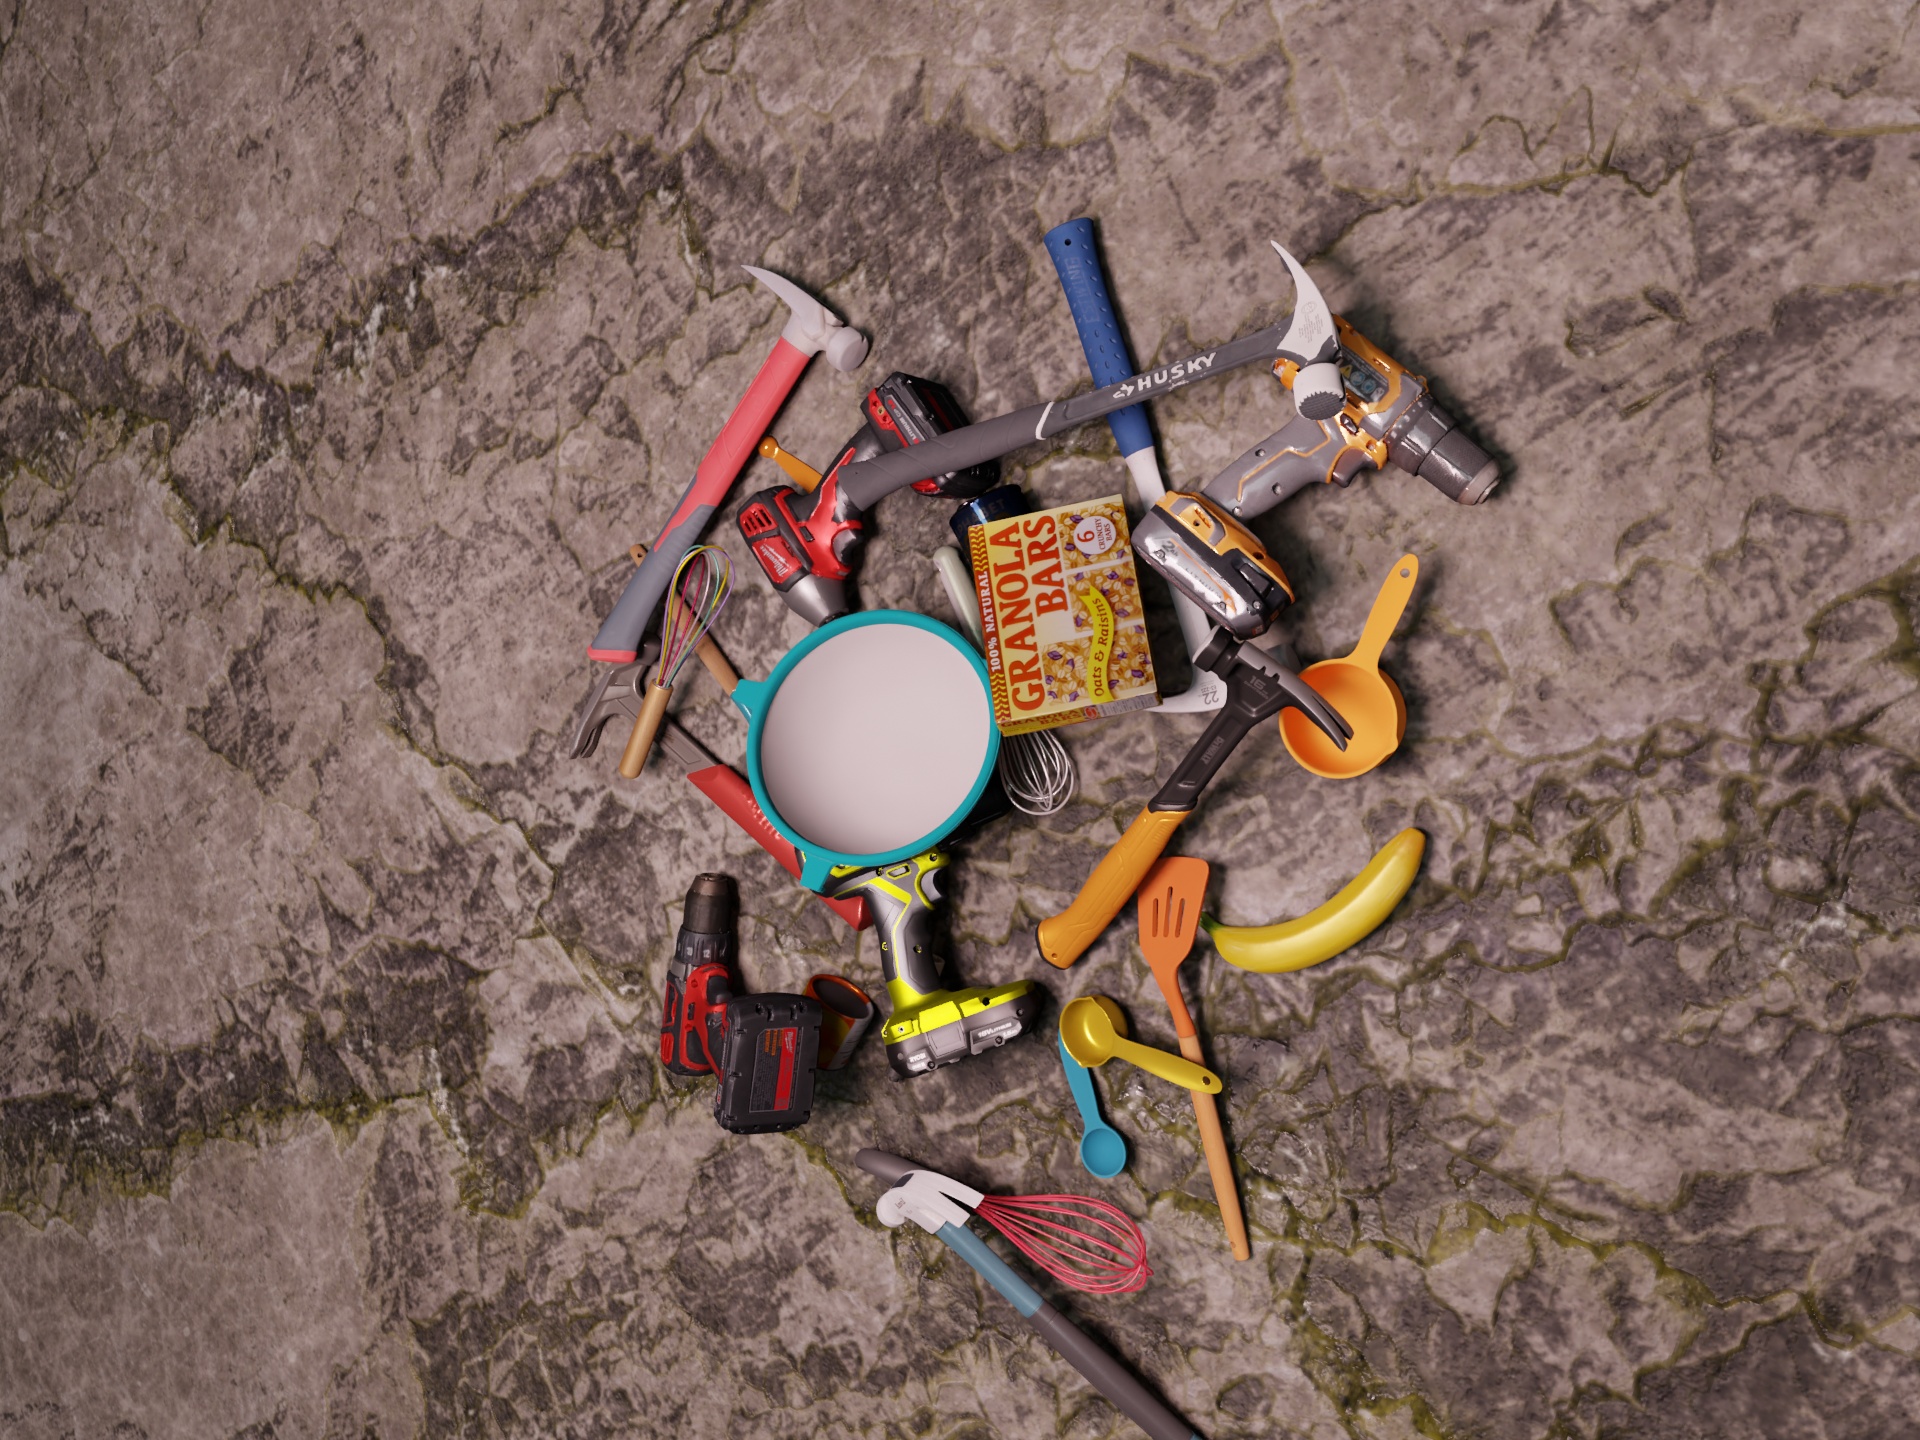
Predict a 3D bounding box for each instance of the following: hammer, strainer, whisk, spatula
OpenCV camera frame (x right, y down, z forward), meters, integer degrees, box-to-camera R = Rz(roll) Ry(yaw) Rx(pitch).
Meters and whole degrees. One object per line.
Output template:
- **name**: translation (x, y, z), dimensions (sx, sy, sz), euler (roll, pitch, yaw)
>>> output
- **hammer**: translation (-0.214, 0.076, 1.465), dimensions (0.359, 0.036, 0.149), euler (39, 110, 21)
- **hammer**: translation (0.083, -0.237, 1.199), dimensions (0.409, 0.036, 0.149), euler (-14, 59, 25)
- **strainer**: translation (-0.002, -0.004, 1.279), dimensions (0.340, 0.095, 0.211), euler (-26, 66, 6)
- **whisk**: translation (0.031, 0.413, 1.344), dimensions (0.296, 0.073, 0.073), euler (11, 98, 32)
- **hammer**: translation (-0.238, -0.220, 1.439), dimensions (0.143, 0.038, 0.386), euler (41, 105, 22)
- **hammer**: translation (0.158, 0.085, 1.225), dimensions (0.127, 0.034, 0.336), euler (37, 125, 5)
- **spatula**: translation (0.193, 0.269, 1.261), dimensions (0.081, 0.041, 0.322), euler (-10, 95, 53)
- **spatula**: translation (-0.218, -0.050, 1.455), dimensions (0.082, 0.044, 0.318), euler (-34, 71, -11)
- **hammer**: translation (0.140, -0.199, 1.260), dimensions (0.144, 0.035, 0.405), euler (-20, 84, 27)
- **whisk**: translation (-0.266, -0.052, 1.436), dimensions (0.051, 0.047, 0.245), euler (30, 113, 11)
- **whisk**: translation (0.030, -0.036, 1.325), dimensions (0.059, 0.057, 0.246), euler (-21, 77, -7)
- **hammer**: translation (0.071, 0.491, 1.302), dimensions (0.331, 0.033, 0.128), euler (41, 146, 8)

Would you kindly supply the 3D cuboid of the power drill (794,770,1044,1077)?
- **power drill**: translation (-0.016, 0.165, 1.332), dimensions (0.190, 0.080, 0.228), euler (-22, 82, 8)

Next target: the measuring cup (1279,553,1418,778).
- **measuring cup**: translation (0.302, -0.041, 1.175), dimensions (0.095, 0.052, 0.173), euler (28, 104, 24)

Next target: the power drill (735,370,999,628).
- **power drill**: translation (-0.083, -0.180, 1.354), dimensions (0.219, 0.078, 0.143), euler (-38, 76, 24)

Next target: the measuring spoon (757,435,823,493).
- **measuring spoon**: translation (-0.141, -0.219, 1.422), dimensions (0.117, 0.011, 0.021), euler (40, 110, 20)

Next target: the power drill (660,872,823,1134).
- **power drill**: translation (-0.203, 0.247, 1.404), dimensions (0.227, 0.080, 0.188), euler (19, 103, 60)

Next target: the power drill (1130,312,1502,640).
- **power drill**: translation (0.259, -0.163, 1.157), dimensions (0.185, 0.084, 0.226), euler (42, 94, 14)

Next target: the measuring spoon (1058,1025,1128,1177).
- **measuring spoon**: translation (0.109, 0.314, 1.322), dimensions (0.042, 0.021, 0.129), euler (-26, 72, 29)

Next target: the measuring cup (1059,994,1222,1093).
- **measuring cup**: translation (0.148, 0.263, 1.270), dimensions (0.157, 0.029, 0.062), euler (16, 106, 39)
